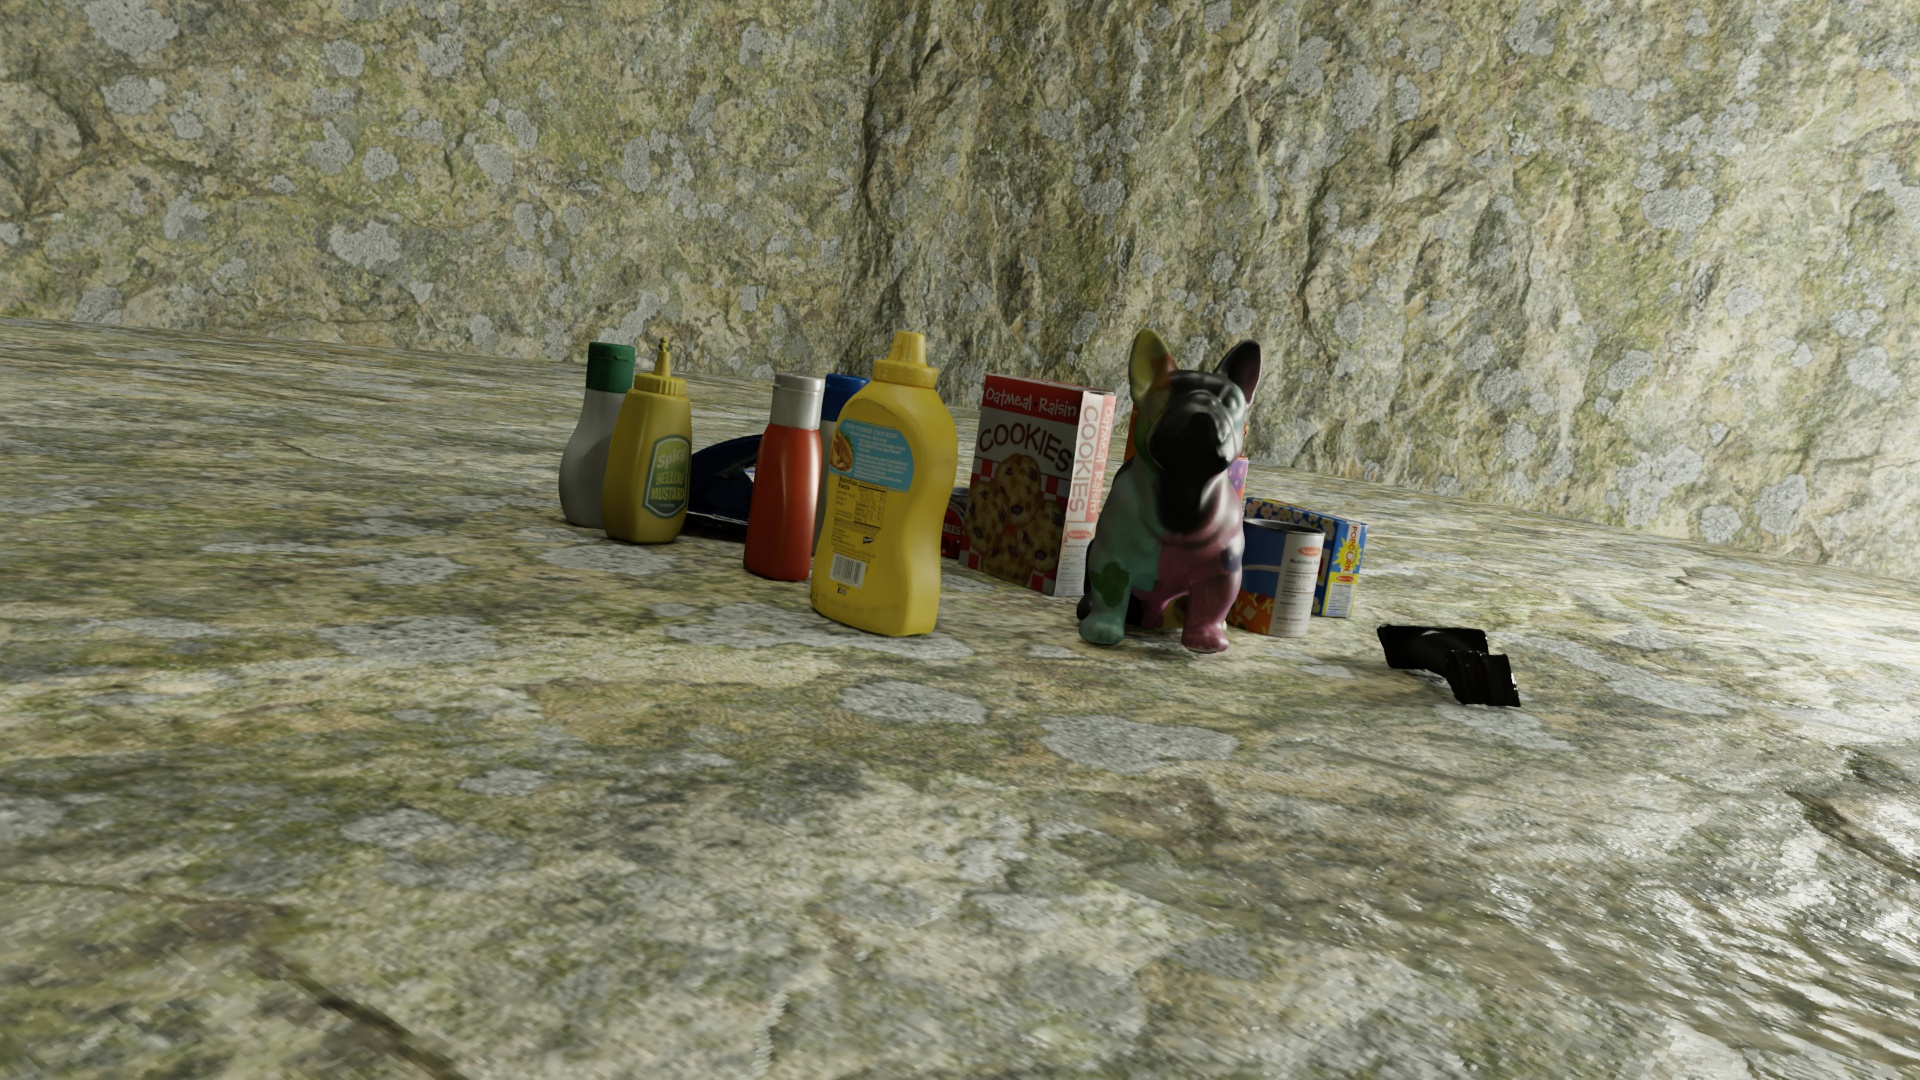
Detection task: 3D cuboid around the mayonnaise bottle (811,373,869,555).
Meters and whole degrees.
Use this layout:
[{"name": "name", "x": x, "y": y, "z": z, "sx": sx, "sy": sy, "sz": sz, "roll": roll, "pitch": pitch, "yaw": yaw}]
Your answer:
[{"name": "mayonnaise bottle", "x": -0.101, "y": -0.061, "z": 1.140, "sx": 0.041, "sy": 0.147, "sz": 0.065, "roll": 3, "pitch": 9, "yaw": -32}]

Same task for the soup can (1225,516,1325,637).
[{"name": "soup can", "x": 0.245, "y": 0.028, "z": 1.097, "sx": 0.071, "sy": 0.083, "sz": 0.071, "roll": 8, "pitch": 8, "yaw": -1}]

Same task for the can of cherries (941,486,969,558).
[{"name": "can of cherries", "x": 0.004, "y": -0.016, "z": 1.242, "sx": 0.071, "sy": 0.058, "sz": 0.071, "roll": 8, "pitch": 8, "yaw": -1}]

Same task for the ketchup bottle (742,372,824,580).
[{"name": "ketchup bottle", "x": -0.128, "y": -0.048, "z": 1.022, "sx": 0.043, "sy": 0.148, "sz": 0.065, "roll": 3, "pitch": 9, "yaw": -33}]

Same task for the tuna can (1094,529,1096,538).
[{"name": "tuna can", "x": 0.096, "y": 0.001, "z": 1.308, "sx": 0.071, "sy": 0.032, "sz": 0.071, "roll": 8, "pitch": 8, "yaw": -1}]

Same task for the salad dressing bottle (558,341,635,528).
[{"name": "salad dressing bottle", "x": -0.288, "y": -0.085, "z": 1.122, "sx": 0.064, "sy": 0.147, "sz": 0.044, "roll": 1, "pitch": 10, "yaw": -42}]

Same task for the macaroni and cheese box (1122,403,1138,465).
[{"name": "macaroni and cheese box", "x": 0.245, "y": -0.082, "z": 1.554, "sx": 0.124, "sy": 0.166, "sz": 0.040, "roll": 10, "pitch": 8, "yaw": 11}]

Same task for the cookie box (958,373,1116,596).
[{"name": "cookie box", "x": 0.062, "y": -0.049, "z": 1.149, "sx": 0.040, "sy": 0.167, "sz": 0.123, "roll": 2, "pitch": 10, "yaw": -40}]

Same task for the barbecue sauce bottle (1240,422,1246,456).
[{"name": "barbecue sauce bottle", "x": 0.258, "y": -0.048, "z": 1.399, "sx": 0.044, "sy": 0.148, "sz": 0.065, "roll": 10, "pitch": 8, "yaw": 14}]

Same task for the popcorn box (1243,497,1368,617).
[{"name": "popcorn box", "x": 0.302, "y": 0.014, "z": 1.243, "sx": 0.038, "sy": 0.085, "sz": 0.127, "roll": 4, "pitch": 9, "yaw": -28}]

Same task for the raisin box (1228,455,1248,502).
[{"name": "raisin box", "x": 0.206, "y": -0.020, "z": 1.248, "sx": 0.086, "sy": 0.123, "sz": 0.040, "roll": 3, "pitch": 9, "yaw": -32}]

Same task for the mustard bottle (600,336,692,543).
[{"name": "mustard bottle", "x": -0.239, "y": -0.078, "z": 1.078, "sx": 0.049, "sy": 0.160, "sz": 0.065, "roll": 13, "pitch": 9, "yaw": 31}]
